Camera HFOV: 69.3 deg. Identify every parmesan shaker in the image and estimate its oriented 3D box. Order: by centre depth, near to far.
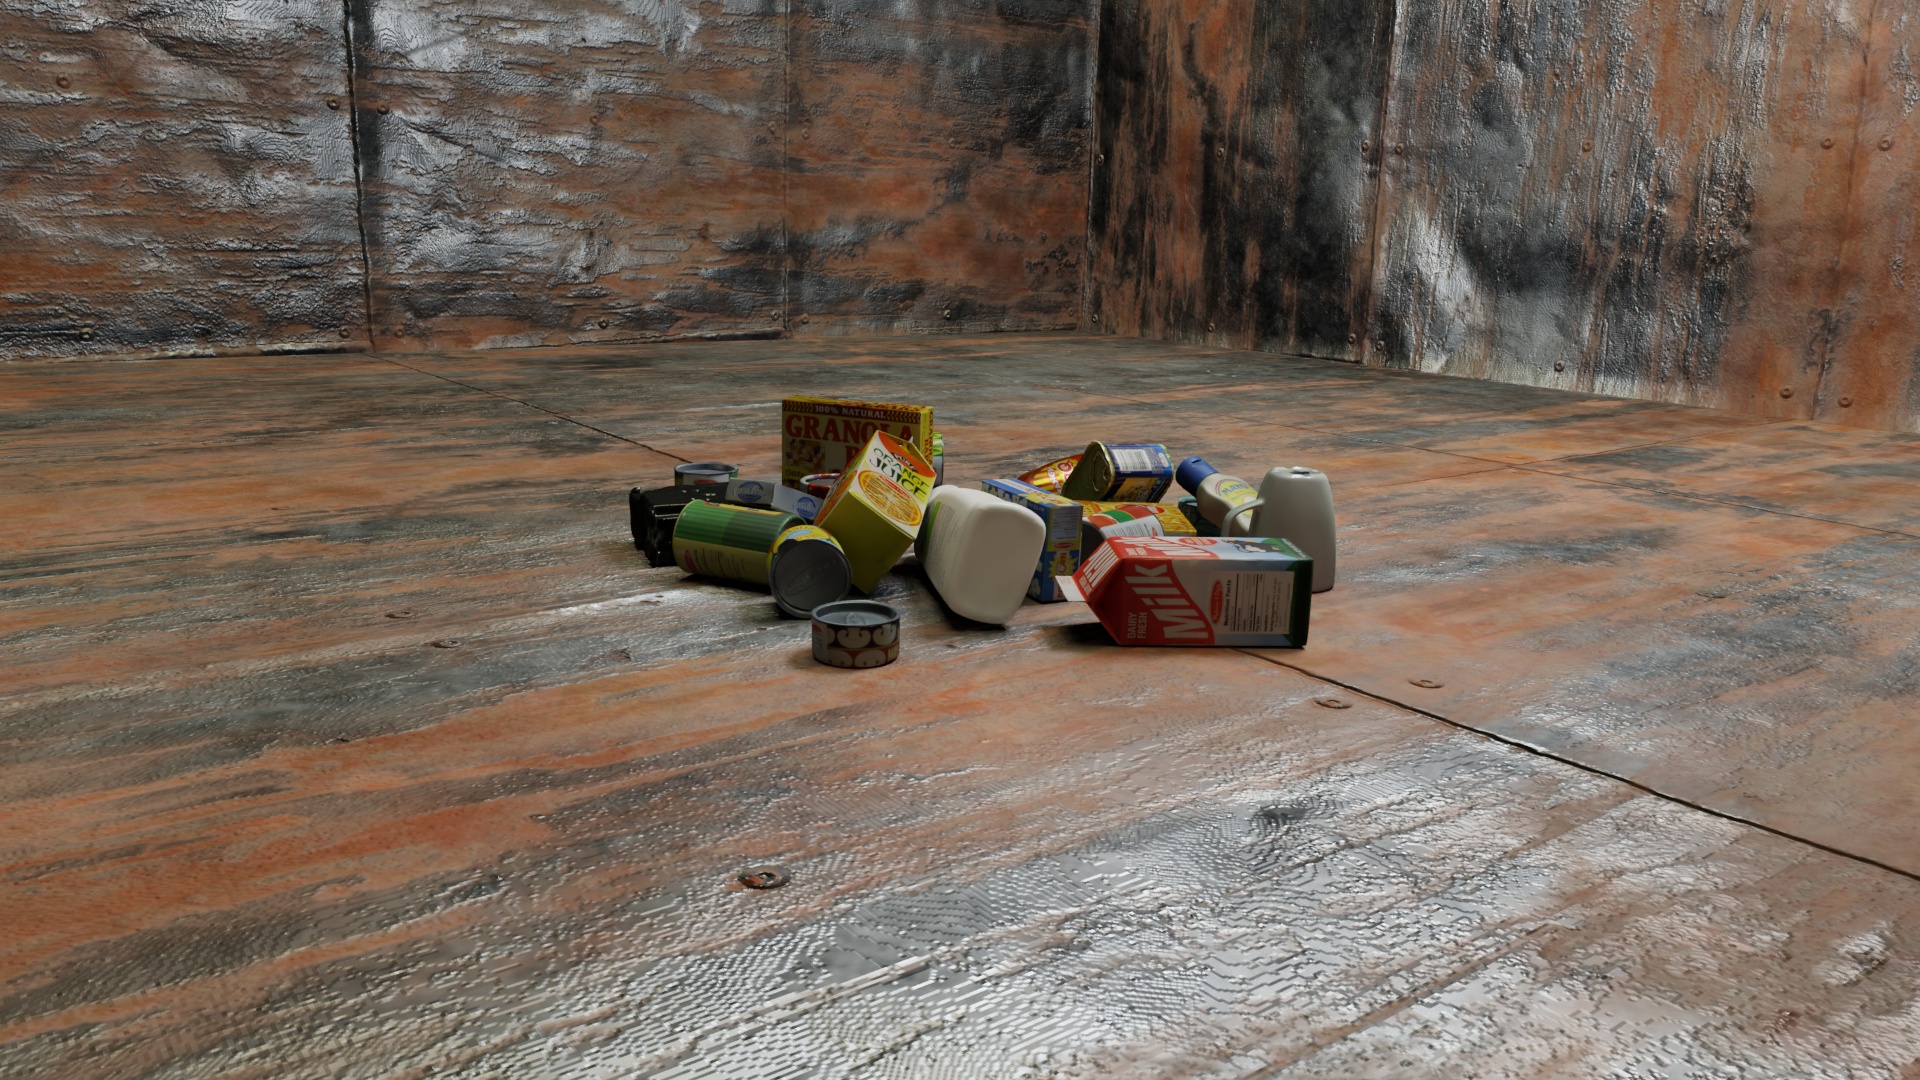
[{"bbox_3d":[-0.190,0.005,1.221,0.103,0.071,0.071,8,14,23],"label":"parmesan shaker"}]

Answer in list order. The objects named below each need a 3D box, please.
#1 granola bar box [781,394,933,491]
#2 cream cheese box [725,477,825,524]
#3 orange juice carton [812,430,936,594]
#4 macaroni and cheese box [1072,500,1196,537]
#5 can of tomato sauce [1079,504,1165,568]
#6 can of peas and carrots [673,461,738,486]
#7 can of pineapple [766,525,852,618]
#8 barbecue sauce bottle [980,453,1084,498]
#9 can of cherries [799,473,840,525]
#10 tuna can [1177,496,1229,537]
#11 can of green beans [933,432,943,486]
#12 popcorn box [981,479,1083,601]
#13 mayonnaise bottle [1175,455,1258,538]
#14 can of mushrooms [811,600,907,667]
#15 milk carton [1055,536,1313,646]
[{"bbox_3d":[-0.110,-0.087,1.487,0.165,0.123,0.039,7,15,22],"label":"granola bar box"},{"bbox_3d":[-0.162,-0.034,1.268,0.053,0.024,0.104,7,-6,30],"label":"cream cheese box"},{"bbox_3d":[-0.077,-0.037,1.258,0.073,0.071,0.193,37,23,-11],"label":"orange juice carton"},{"bbox_3d":[0.138,-0.008,1.371,0.166,0.040,0.124,2,13,-2],"label":"macaroni and cheese box"},{"bbox_3d":[0.133,0.006,1.253,0.071,0.071,0.083,13,18,40],"label":"can of tomato sauce"},{"bbox_3d":[-0.263,-0.048,1.440,0.071,0.058,0.071,2,12,0],"label":"can of peas and carrots"},{"bbox_3d":[-0.125,0.023,1.136,0.071,0.070,0.058,-1,12,-11],"label":"can of pineapple"},{"bbox_3d":[0.096,-0.055,1.526,0.149,0.043,0.065,-13,60,-20],"label":"barbecue sauce bottle"},{"bbox_3d":[-0.126,-0.034,1.401,0.071,0.058,0.071,1,13,0],"label":"can of cherries"},{"bbox_3d":[0.260,-0.025,1.474,0.071,0.032,0.071,2,13,0],"label":"tuna can"},{"bbox_3d":[-0.051,-0.097,1.666,0.058,0.071,0.071,0,13,-6],"label":"can of green beans"},{"bbox_3d":[0.060,-0.003,1.236,0.038,0.085,0.127,-2,13,-26],"label":"popcorn box"},{"bbox_3d":[0.276,-0.036,1.406,0.065,0.041,0.148,-16,40,-27],"label":"mayonnaise bottle"},{"bbox_3d":[-0.075,0.069,1.028,0.071,0.033,0.071,1,12,0],"label":"can of mushrooms"},{"bbox_3d":[0.174,0.039,1.101,0.191,0.073,0.072,0,13,-5],"label":"milk carton"}]
